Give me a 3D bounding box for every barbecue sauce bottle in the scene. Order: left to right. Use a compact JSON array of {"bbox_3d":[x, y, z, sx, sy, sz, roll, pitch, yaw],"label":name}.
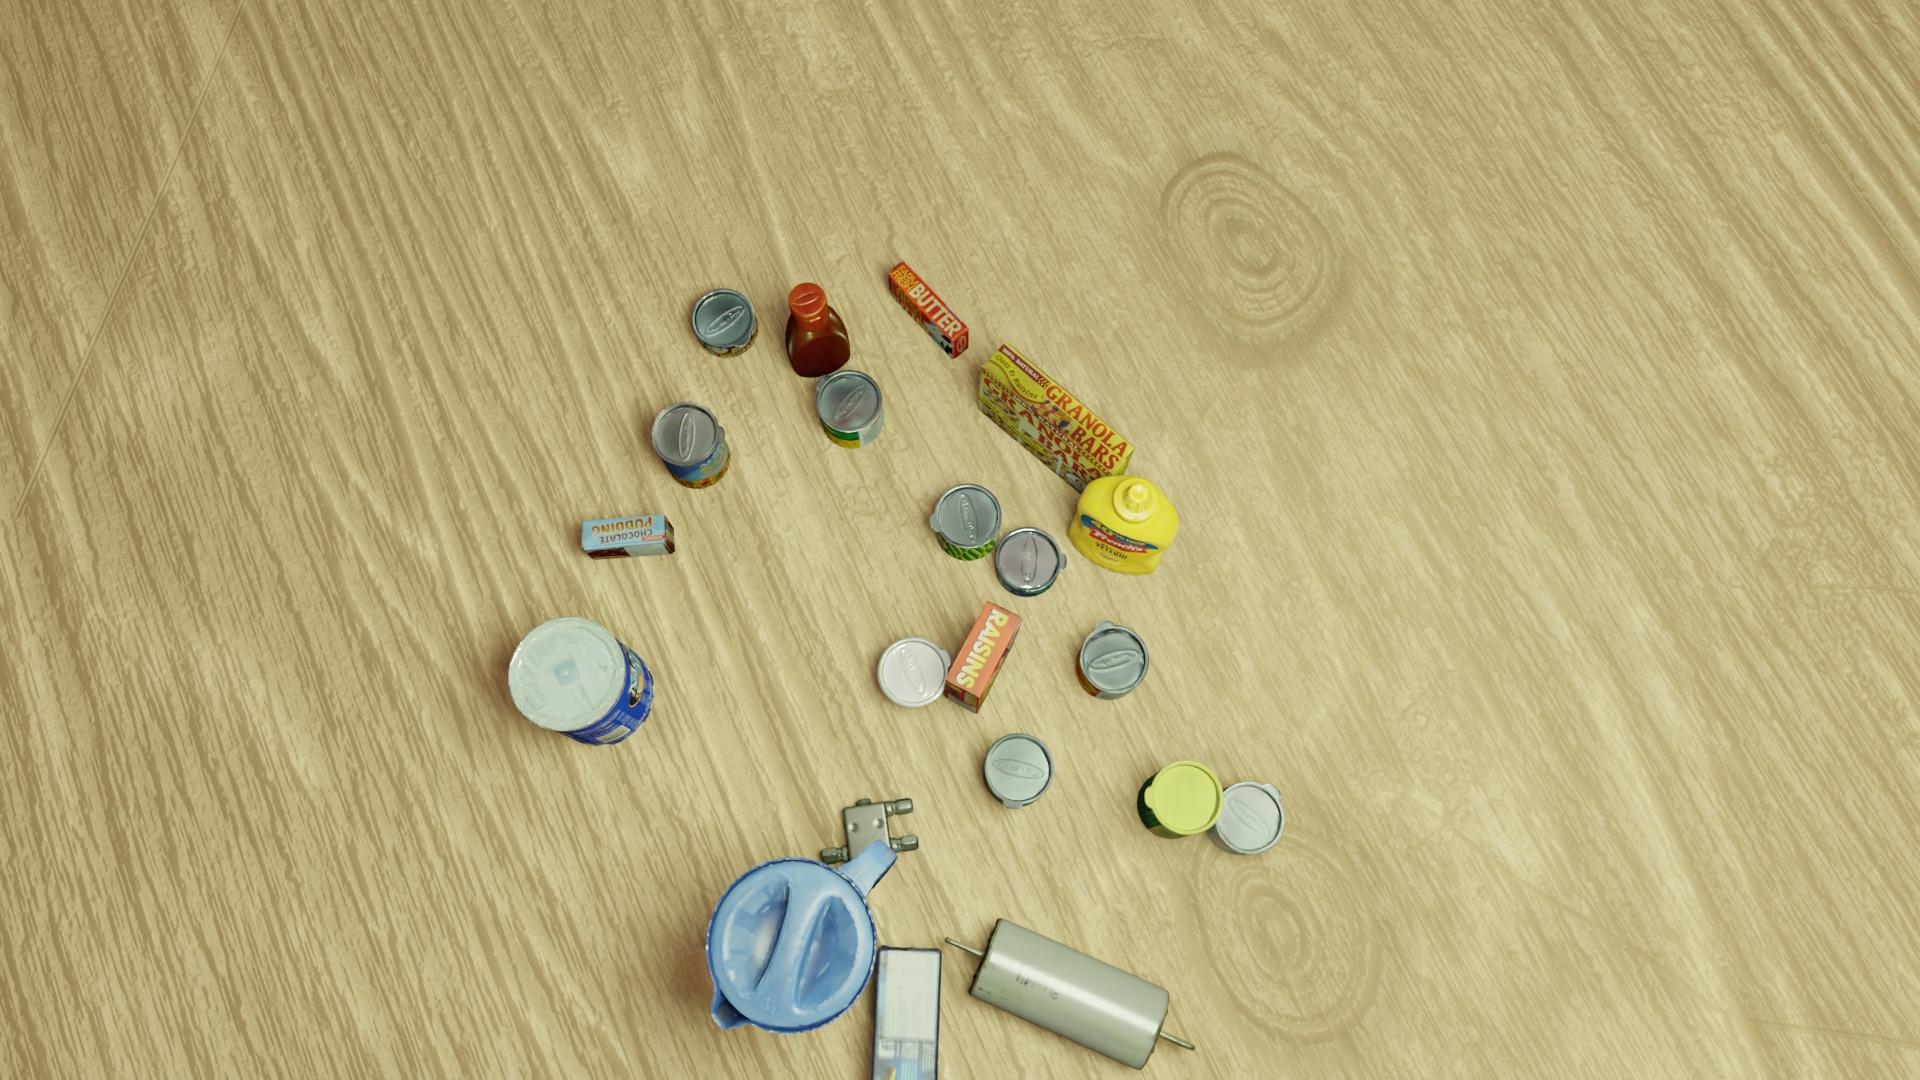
[{"bbox_3d":[-0.146,-0.210,1.387,0.065,0.148,0.044,-20,77,-6],"label":"barbecue sauce bottle"}]

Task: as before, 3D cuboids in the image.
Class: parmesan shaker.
[{"bbox_3d":[0.200,0.243,1.295,0.071,0.103,0.071,0,76,-1],"label":"parmesan shaker"}]

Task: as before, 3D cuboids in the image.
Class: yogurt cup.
[{"bbox_3d":[-0.045,0.131,1.346,0.072,0.054,0.072,0,75,-1],"label":"yogurt cup"}]

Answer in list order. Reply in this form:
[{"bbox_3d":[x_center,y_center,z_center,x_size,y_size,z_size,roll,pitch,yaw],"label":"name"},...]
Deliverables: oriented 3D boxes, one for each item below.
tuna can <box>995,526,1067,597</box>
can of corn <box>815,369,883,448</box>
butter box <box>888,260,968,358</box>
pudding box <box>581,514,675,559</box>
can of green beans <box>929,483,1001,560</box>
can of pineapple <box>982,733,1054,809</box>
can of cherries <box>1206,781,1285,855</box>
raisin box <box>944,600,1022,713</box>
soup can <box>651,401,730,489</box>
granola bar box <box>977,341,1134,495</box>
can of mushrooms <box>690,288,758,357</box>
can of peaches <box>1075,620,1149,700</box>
[{"bbox_3d":[0.070,0.022,1.388,0.071,0.032,0.071,0,75,-1],"label":"tuna can"},{"bbox_3d":[-0.113,-0.134,1.414,0.071,0.058,0.071,0,75,-1],"label":"can of corn"},{"bbox_3d":[-0.034,-0.239,1.445,0.024,0.053,0.103,-41,79,-10],"label":"butter box"},{"bbox_3d":[-0.330,-0.003,1.380,0.084,0.049,0.030,-5,76,-2],"label":"pudding box"},{"bbox_3d":[0.007,-0.017,1.385,0.071,0.057,0.071,0,75,-1],"label":"can of green beans"},{"bbox_3d":[0.053,0.221,1.322,0.071,0.057,0.071,0,75,-1],"label":"can of pineapple"},{"bbox_3d":[0.270,0.262,1.314,0.071,0.058,0.071,0,75,-1],"label":"can of cherries"},{"bbox_3d":[0.020,0.113,1.316,0.040,0.123,0.086,28,77,6],"label":"raisin box"},{"bbox_3d":[-0.265,-0.093,1.388,0.071,0.083,0.071,0,75,-1],"label":"soup can"},{"bbox_3d":[0.093,-0.112,1.377,0.166,0.124,0.039,41,79,9],"label":"granola bar box"},{"bbox_3d":[-0.244,-0.224,1.449,0.071,0.033,0.071,0,75,-1],"label":"can of mushrooms"},{"bbox_3d":[0.146,0.117,1.351,0.071,0.058,0.071,0,75,-1],"label":"can of peaches"}]
